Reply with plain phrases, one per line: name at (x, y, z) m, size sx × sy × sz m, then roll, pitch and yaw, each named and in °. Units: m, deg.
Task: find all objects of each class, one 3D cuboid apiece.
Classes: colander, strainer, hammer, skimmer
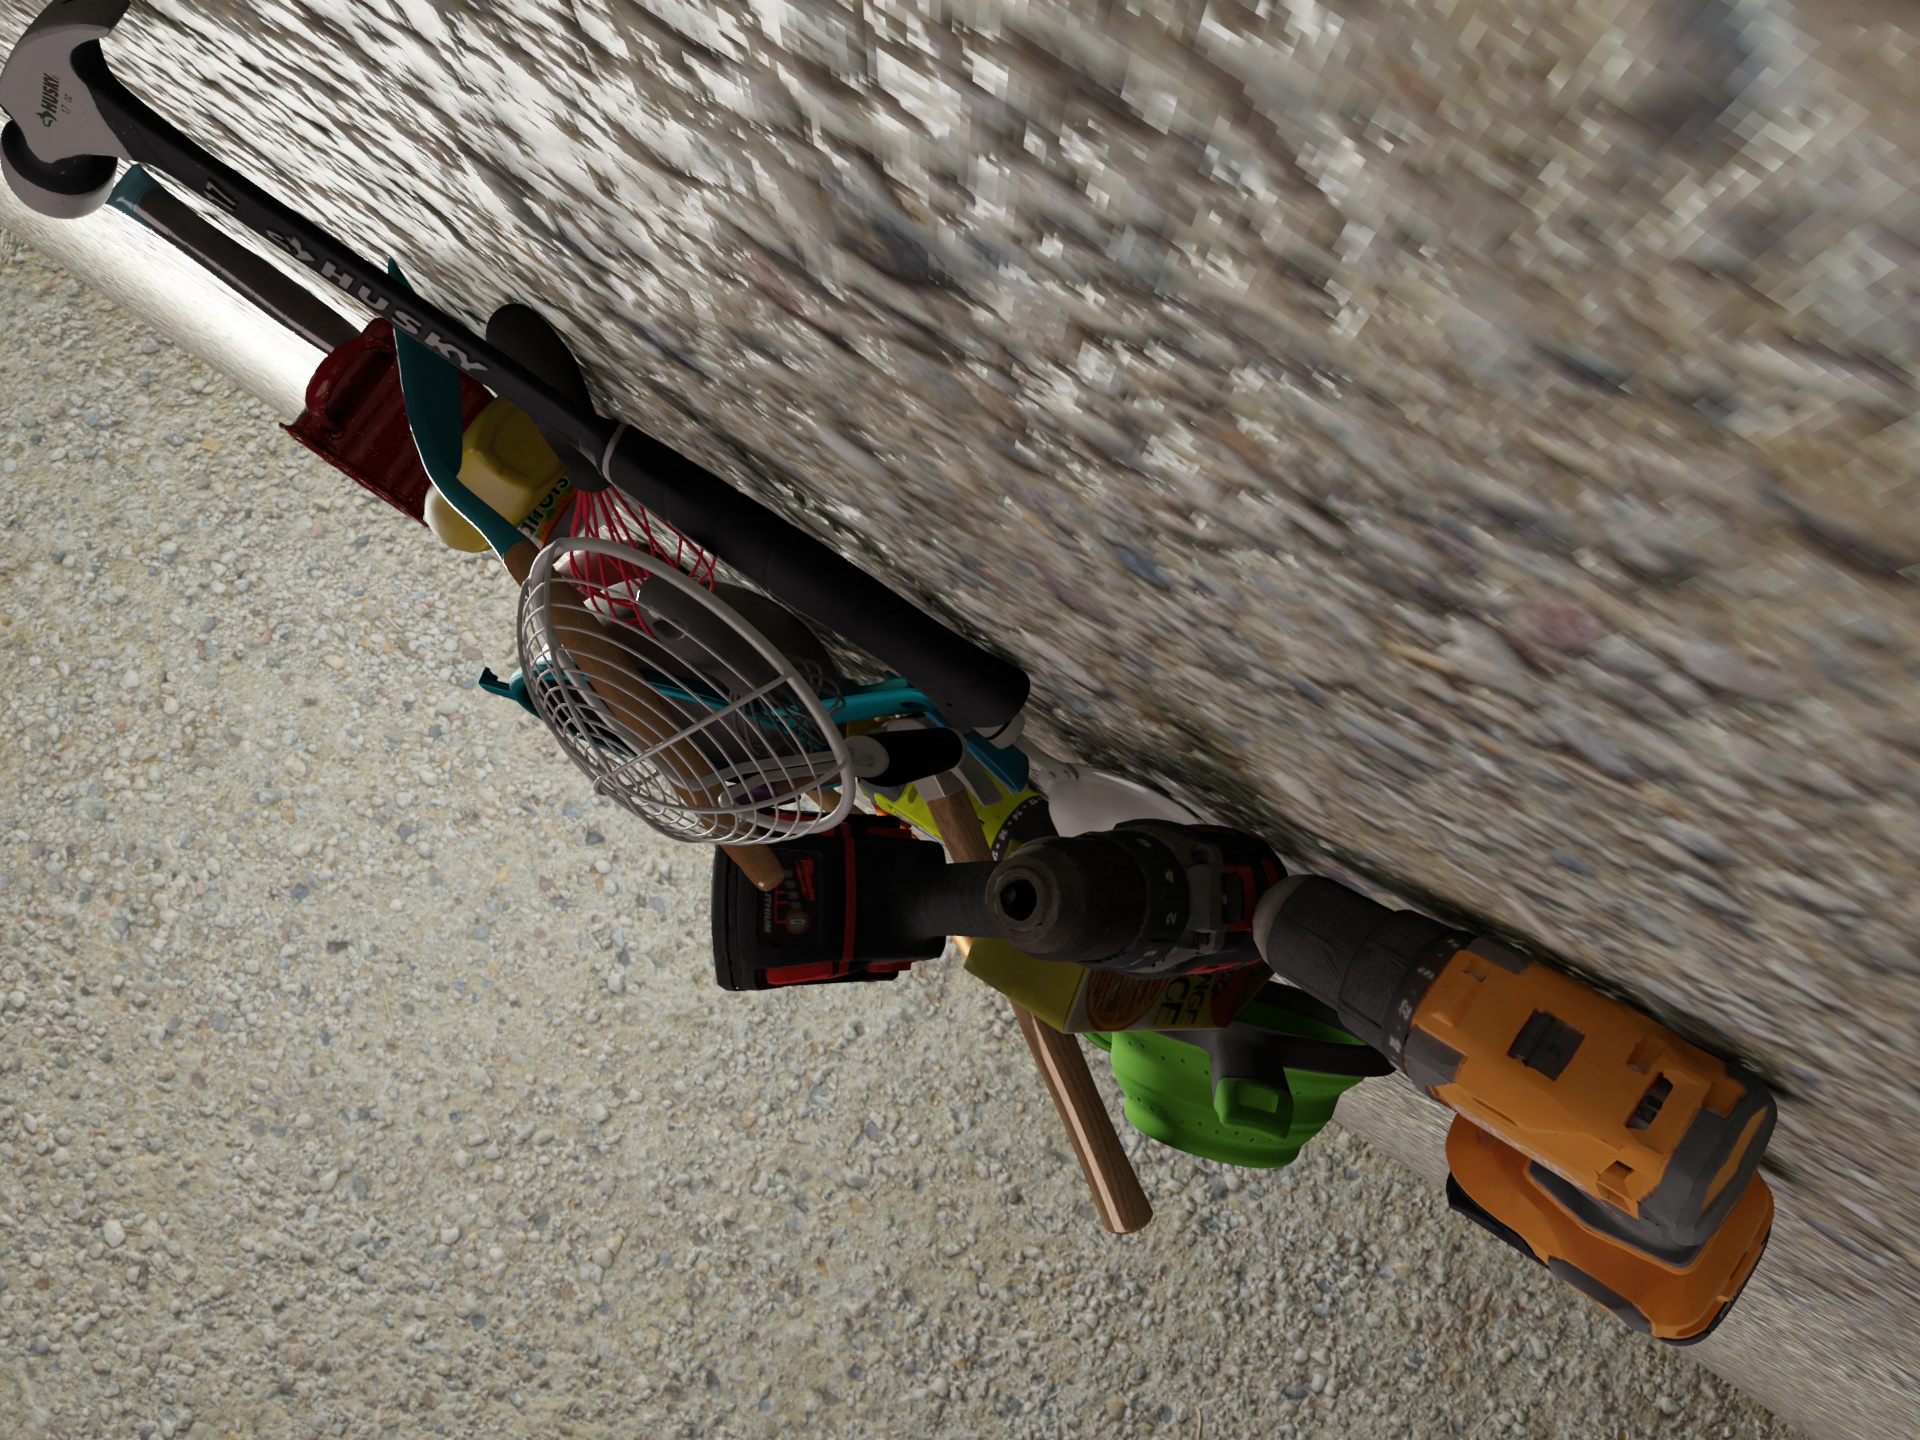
colander at (0.153, 0.217, 0.912) m, size 0.204 × 0.094 × 0.397 m, roll 13°, pitch -179°, yaw 8°
strainer at (0.024, 0.010, 0.723) m, size 0.258 × 0.050 × 0.087 m, roll 40°, pitch 157°, yaw -21°
strainer at (-0.115, -0.036, 0.921) m, size 0.210 × 0.095 × 0.340 m, roll 25°, pitch 159°, yaw -38°
hammer at (-0.356, -0.217, 0.956) m, size 0.330 × 0.033 × 0.128 m, roll 36°, pitch 172°, yaw -17°
skimmer at (-0.048, -0.008, 0.633) m, size 0.127 × 0.090 × 0.363 m, roll 28°, pitch -171°, yaw 15°
hammer at (-0.136, -0.109, 0.573) m, size 0.408 × 0.036 × 0.149 m, roll 33°, pitch 157°, yaw -23°
hammer at (0.038, 0.148, 0.934) m, size 0.130 × 0.031 × 0.331 m, roll -18°, pitch 96°, yaw 61°

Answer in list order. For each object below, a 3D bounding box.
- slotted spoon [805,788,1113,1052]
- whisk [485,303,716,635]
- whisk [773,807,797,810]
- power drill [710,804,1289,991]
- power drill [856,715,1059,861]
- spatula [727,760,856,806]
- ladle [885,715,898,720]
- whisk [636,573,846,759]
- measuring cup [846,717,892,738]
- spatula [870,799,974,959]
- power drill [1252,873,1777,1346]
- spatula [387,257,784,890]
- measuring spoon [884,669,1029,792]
slotted spoon at (0.010, 0.136, 1.093) m, size 0.314 × 0.031 × 0.070 m, roll 39°, pitch 164°, yaw -2°
whisk at (-0.163, -0.107, 0.728) m, size 0.073 × 0.073 × 0.295 m, roll 33°, pitch 167°, yaw 10°
whisk at (-0.033, 0.115, 1.031) m, size 0.285 × 0.070 × 0.070 m, roll 14°, pitch 164°, yaw 31°
power drill at (0.002, 0.073, 0.647) m, size 0.227 × 0.080 × 0.187 m, roll -4°, pitch 173°, yaw 32°
power drill at (0.045, 0.095, 1.074) m, size 0.191 × 0.080 × 0.228 m, roll 30°, pitch 170°, yaw 27°
spatula at (-0.093, 0.035, 0.942) m, size 0.059 × 0.018 × 0.316 m, roll 7°, pitch 169°, yaw -23°
ladle at (0.000, 0.058, 1.241) m, size 0.069 × 0.031 × 0.315 m, roll 27°, pitch 169°, yaw 30°
whisk at (-0.096, -0.023, 0.699) m, size 0.055 × 0.055 × 0.238 m, roll 32°, pitch 174°, yaw 14°
measuring cup at (-0.110, 0.001, 1.079) m, size 0.156 × 0.029 × 0.062 m, roll 15°, pitch 168°, yaw -6°
spatula at (-0.026, 0.101, 1.248) m, size 0.081 × 0.041 × 0.323 m, roll 42°, pitch -175°, yaw -27°
power drill at (0.215, 0.146, 0.612) m, size 0.185 × 0.084 × 0.226 m, roll 29°, pitch 168°, yaw 39°
spatula at (-0.161, -0.059, 0.659) m, size 0.318 × 0.044 × 0.082 m, roll 50°, pitch 169°, yaw 18°
measuring spoon at (-0.001, -0.003, 0.876) m, size 0.129 × 0.021 × 0.042 m, roll 40°, pitch 173°, yaw 44°
